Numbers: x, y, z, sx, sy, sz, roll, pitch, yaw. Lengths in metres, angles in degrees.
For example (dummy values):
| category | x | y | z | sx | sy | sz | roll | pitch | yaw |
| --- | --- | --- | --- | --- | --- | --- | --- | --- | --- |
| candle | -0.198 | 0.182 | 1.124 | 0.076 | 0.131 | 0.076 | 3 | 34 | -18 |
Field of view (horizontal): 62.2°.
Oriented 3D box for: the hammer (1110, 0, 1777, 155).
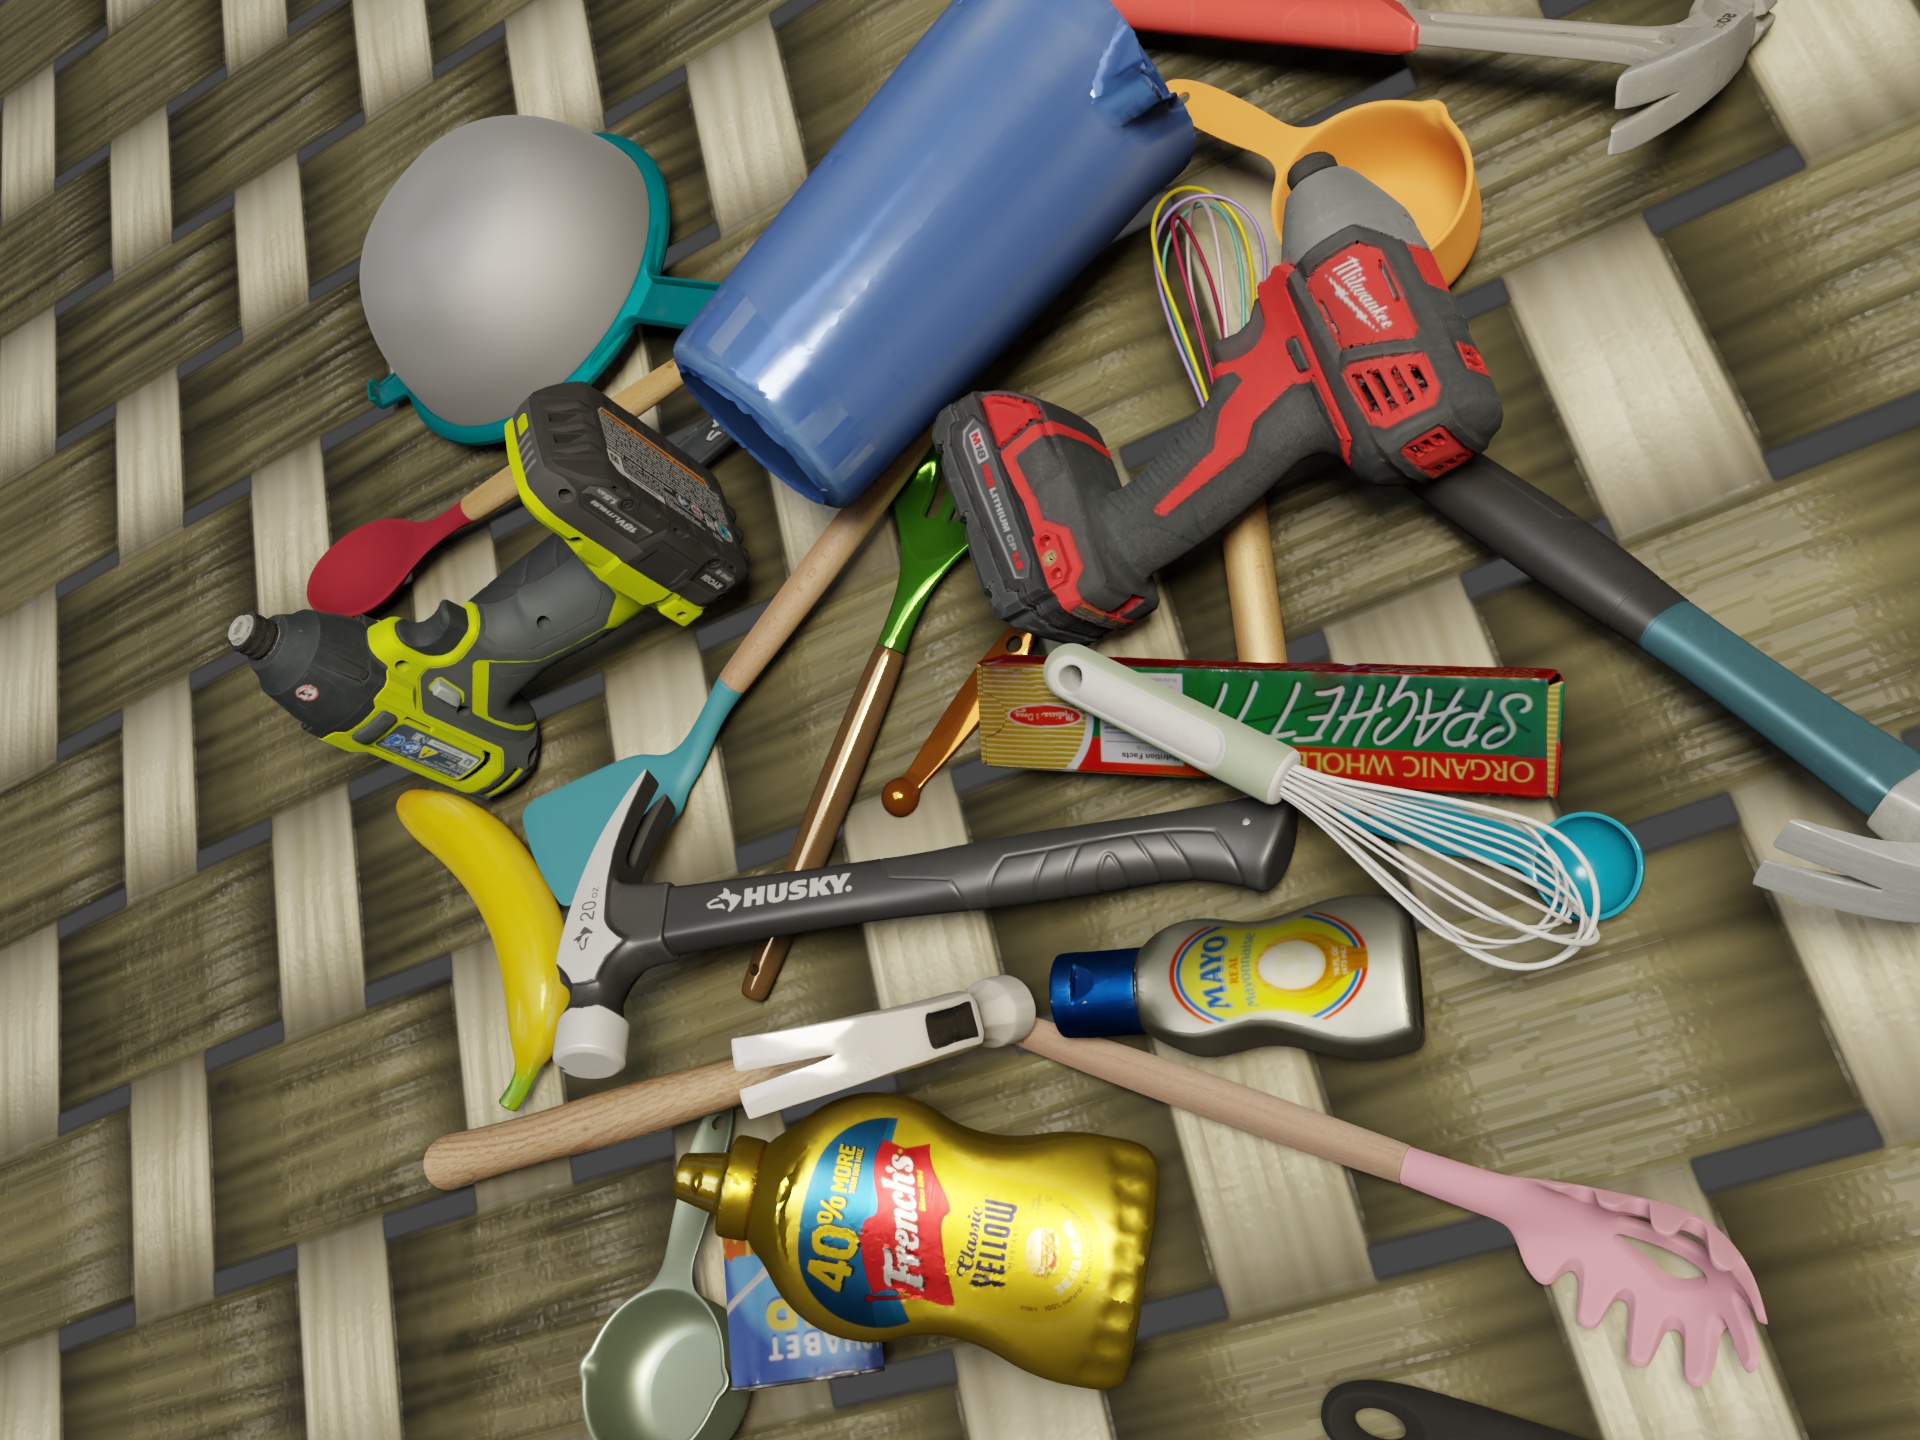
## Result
| category | x | y | z | sx | sy | sz | roll | pitch | yaw |
| --- | --- | --- | --- | --- | --- | --- | --- | --- | --- |
| hammer | 0.167 | -0.320 | 0.733 | 0.359 | 0.036 | 0.149 | 23 | 48 | 35 |

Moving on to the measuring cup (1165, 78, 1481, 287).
| category | x | y | z | sx | sy | sz | roll | pitch | yaw |
| --- | --- | --- | --- | --- | --- | --- | --- | --- | --- |
| measuring cup | 0.162 | -0.249 | 0.737 | 0.174 | 0.052 | 0.095 | 41 | 95 | 32 |

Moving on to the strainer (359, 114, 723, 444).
| category | x | y | z | sx | sy | sz | roll | pitch | yaw |
| --- | --- | --- | --- | --- | --- | --- | --- | --- | --- |
| strainer | -0.230 | -0.259 | 0.886 | 0.341 | 0.095 | 0.211 | 18 | 81 | 38 |

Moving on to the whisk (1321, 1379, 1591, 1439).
| category | x | y | z | sx | sy | sz | roll | pitch | yaw |
| --- | --- | --- | --- | --- | --- | --- | --- | --- | --- |
| whisk | 0.263 | 0.266 | 0.530 | 0.296 | 0.073 | 0.073 | 1 | 75 | 33 |

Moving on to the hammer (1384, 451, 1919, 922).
| category | x | y | z | sx | sy | sz | roll | pitch | yaw |
| --- | --- | --- | --- | --- | --- | --- | --- | --- | --- |
| hammer | 0.262 | -0.045 | 0.615 | 0.128 | 0.033 | 0.331 | -25 | 51 | -23 |

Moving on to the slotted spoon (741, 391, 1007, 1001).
| category | x | y | z | sx | sy | sz | roll | pitch | yaw |
| --- | --- | --- | --- | --- | --- | --- | --- | --- | --- |
| slotted spoon | -0.045 | -0.011 | 0.782 | 0.070 | 0.031 | 0.314 | 19 | 86 | 35 |

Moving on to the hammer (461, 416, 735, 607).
| category | x | y | z | sx | sy | sz | roll | pitch | yaw |
| --- | --- | --- | --- | --- | --- | --- | --- | --- | --- |
| hammer | -0.168 | -0.137 | 0.876 | 0.409 | 0.036 | 0.149 | -36 | 61 | 13 |

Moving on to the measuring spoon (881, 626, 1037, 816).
| category | x | y | z | sx | sy | sz | roll | pitch | yaw |
| --- | --- | --- | --- | --- | --- | --- | --- | --- | --- |
| measuring spoon | -0.001 | -0.002 | 0.765 | 0.021 | 0.011 | 0.117 | 39 | 94 | 30 |

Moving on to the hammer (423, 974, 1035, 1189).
| category | x | y | z | sx | sy | sz | roll | pitch | yaw |
| --- | --- | --- | --- | --- | --- | --- | --- | --- | --- |
| hammer | -0.133 | 0.173 | 0.724 | 0.331 | 0.130 | 0.031 | -22 | 77 | 32 |

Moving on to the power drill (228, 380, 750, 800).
| category | x | y | z | sx | sy | sz | roll | pitch | yaw |
| --- | --- | --- | --- | --- | --- | --- | --- | --- | --- |
| power drill | -0.232 | -0.058 | 0.795 | 0.223 | 0.171 | 0.080 | -36 | 52 | 17 |

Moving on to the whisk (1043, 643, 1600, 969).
| category | x | y | z | sx | sy | sz | roll | pitch | yaw |
| --- | --- | --- | --- | --- | --- | --- | --- | --- | --- |
| whisk | 0.135 | 0.027 | 0.633 | 0.246 | 0.059 | 0.057 | 28 | 111 | 26 |

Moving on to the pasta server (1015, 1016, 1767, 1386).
| category | x | y | z | sx | sy | sz | roll | pitch | yaw |
| --- | --- | --- | --- | --- | --- | --- | --- | --- | --- |
| pasta server | 0.146 | 0.170 | 0.625 | 0.316 | 0.040 | 0.060 | 14 | 118 | 31 |

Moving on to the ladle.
| category | x | y | z | sx | sy | sz | roll | pitch | yaw |
| --- | --- | --- | --- | --- | --- | --- | --- | --- | --- |
| ladle | -0.261 | -0.132 | 0.900 | 0.315 | 0.031 | 0.069 | -24 | 54 | 29 |

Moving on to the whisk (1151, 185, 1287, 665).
| category | x | y | z | sx | sy | sz | roll | pitch | yaw |
| --- | --- | --- | --- | --- | --- | --- | --- | --- | --- |
| whisk | 0.119 | -0.136 | 0.729 | 0.051 | 0.047 | 0.245 | -17 | 71 | 38 |

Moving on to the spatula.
| category | x | y | z | sx | sy | sz | roll | pitch | yaw |
| --- | --- | --- | --- | --- | --- | --- | --- | --- | --- |
| spatula | -0.108 | -0.041 | 0.799 | 0.317 | 0.044 | 0.082 | -51 | 45 | 13 |

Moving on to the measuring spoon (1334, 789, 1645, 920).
| category | x | y | z | sx | sy | sz | roll | pitch | yaw |
| --- | --- | --- | --- | --- | --- | --- | --- | --- | --- |
| measuring spoon | 0.213 | 0.047 | 0.644 | 0.129 | 0.021 | 0.042 | 16 | 95 | 38 |

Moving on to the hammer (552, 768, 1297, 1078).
| category | x | y | z | sx | sy | sz | roll | pitch | yaw |
| --- | --- | --- | --- | --- | --- | --- | --- | --- | --- |
| hammer | -0.018 | 0.068 | 0.708 | 0.335 | 0.035 | 0.146 | -10 | 51 | 12 |

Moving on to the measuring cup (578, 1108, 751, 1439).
| category | x | y | z | sx | sy | sz | roll | pitch | yaw |
| --- | --- | --- | --- | --- | --- | --- | --- | --- | --- |
| measuring cup | -0.122 | 0.260 | 0.740 | 0.083 | 0.038 | 0.168 | -6 | 55 | 27 |

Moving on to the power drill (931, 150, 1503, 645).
| category | x | y | z | sx | sy | sz | roll | pitch | yaw |
| --- | --- | --- | --- | --- | --- | --- | --- | --- | --- |
| power drill | 0.103 | -0.133 | 0.674 | 0.219 | 0.078 | 0.143 | -28 | 70 | 29 |
